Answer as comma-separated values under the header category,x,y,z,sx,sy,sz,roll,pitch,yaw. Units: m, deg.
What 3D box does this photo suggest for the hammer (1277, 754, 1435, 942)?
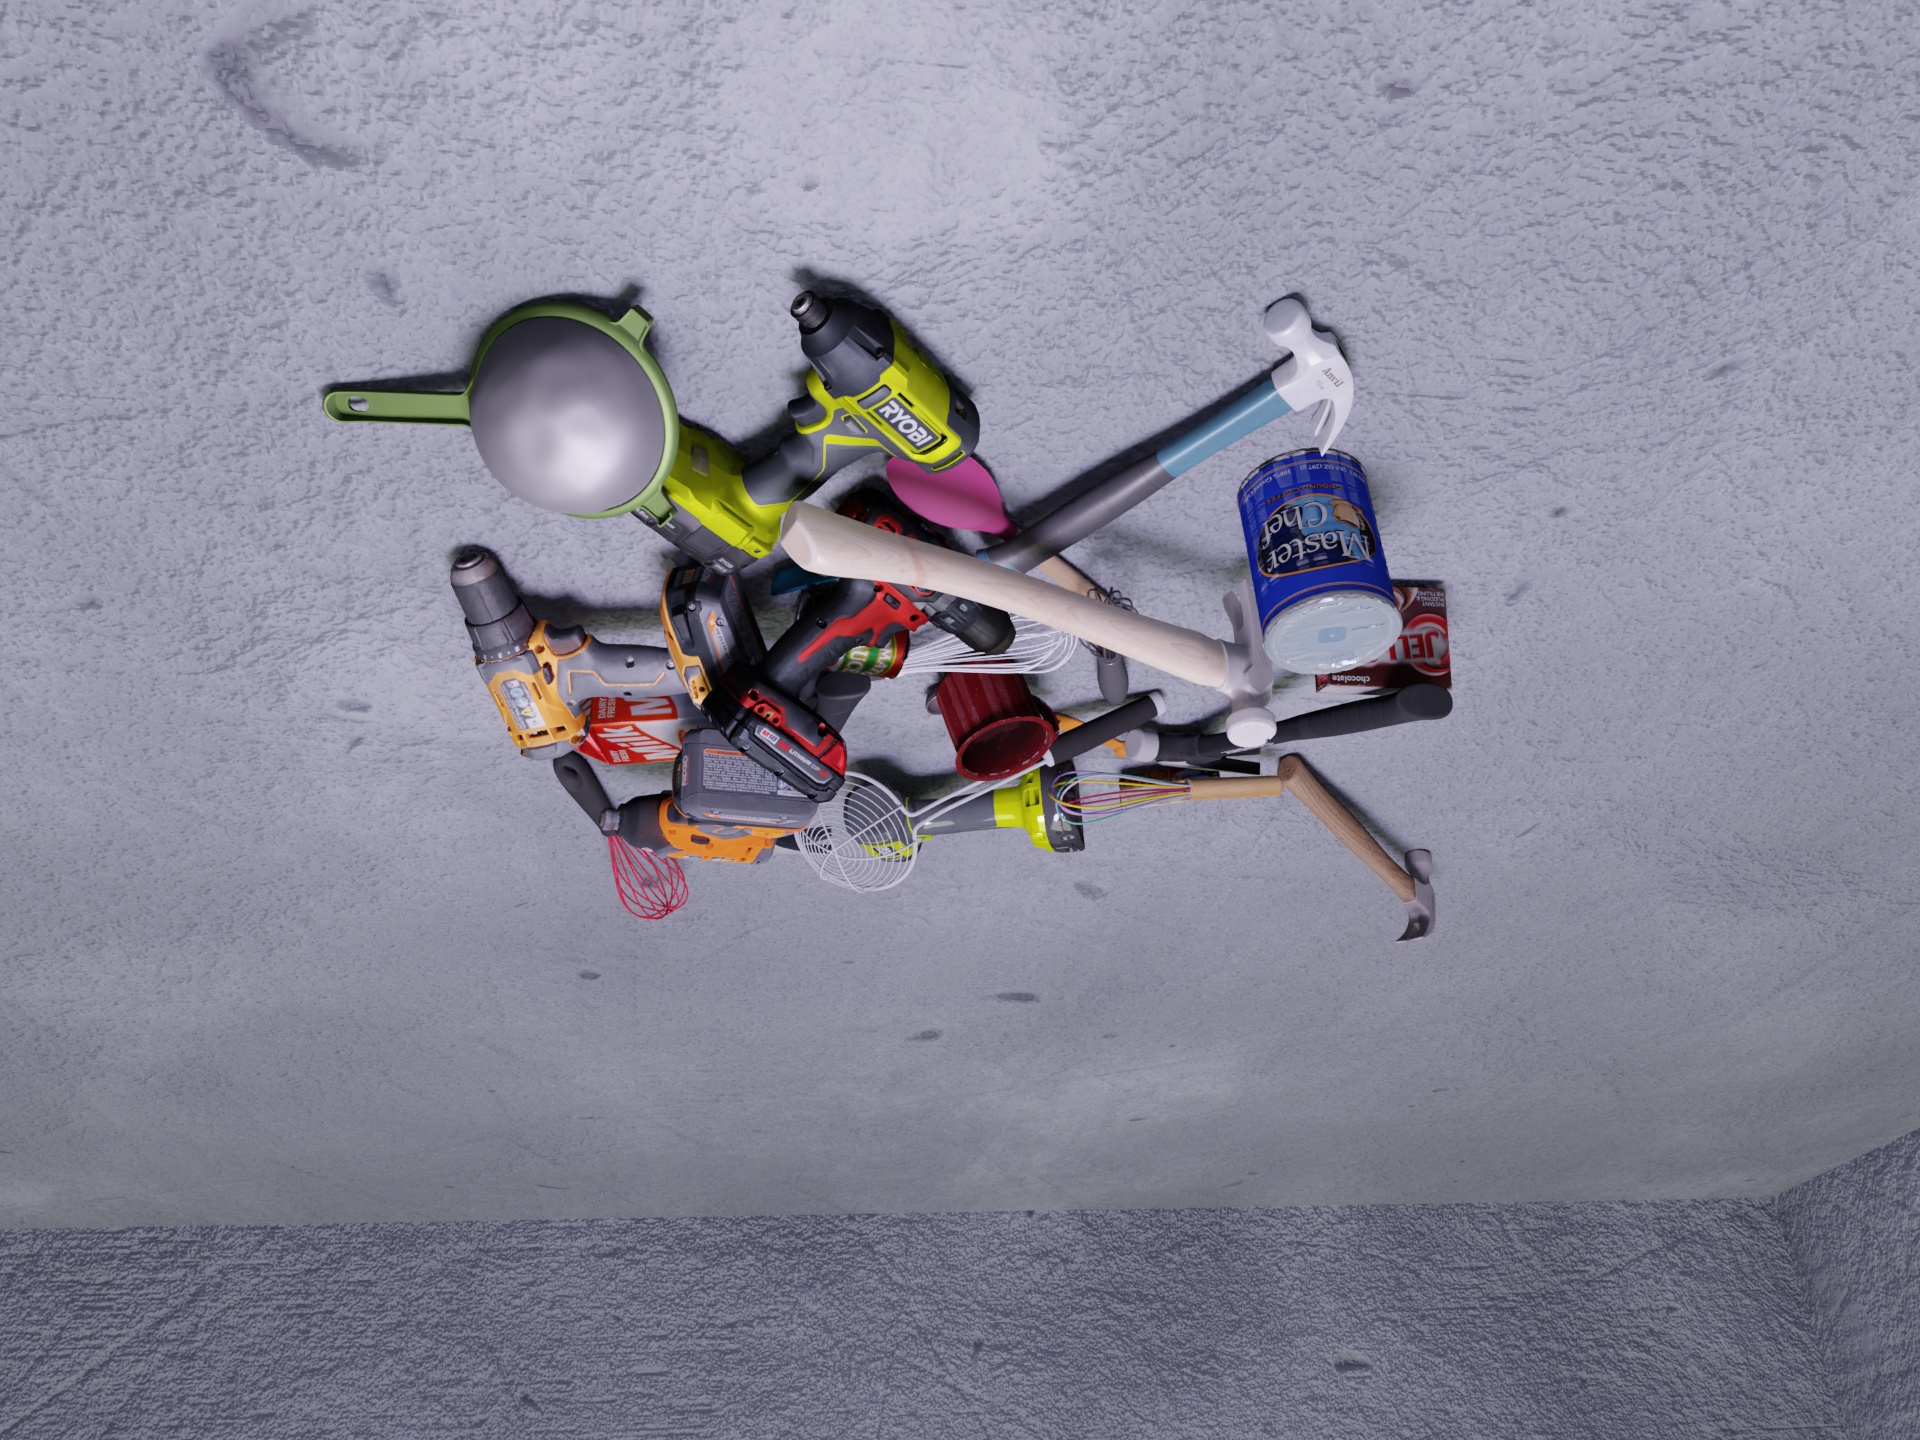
category,x,y,z,sx,sy,sz,roll,pitch,yaw
hammer,0.429,0.134,1.701,0.031,0.130,0.331,-21,137,33

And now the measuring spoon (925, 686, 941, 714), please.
category,x,y,z,sx,sy,sz,roll,pitch,yaw
measuring spoon,-0.002,-0.005,1.506,0.034,0.018,0.124,-27,151,9

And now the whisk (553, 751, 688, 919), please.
category,x,y,z,sx,sy,sz,roll,pitch,yaw
whisk,-0.351,0.120,1.636,0.073,0.073,0.295,-9,142,9

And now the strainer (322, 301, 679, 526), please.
category,x,y,z,sx,sy,sz,roll,pitch,yaw
strainer,-0.318,-0.198,1.058,0.256,0.069,0.151,5,120,11

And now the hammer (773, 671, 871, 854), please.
category,x,y,z,sx,sy,sz,roll,pitch,yaw
hammer,-0.153,0.051,1.520,0.149,0.036,0.408,5,154,-18

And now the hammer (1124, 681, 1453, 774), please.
category,x,y,z,sx,sy,sz,roll,pitch,yaw
hammer,0.305,0.009,1.431,0.146,0.035,0.335,8,167,-30

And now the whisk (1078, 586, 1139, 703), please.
category,x,y,z,sx,sy,sz,roll,pitch,yaw
whisk,0.131,-0.057,1.372,0.055,0.055,0.238,-7,162,6

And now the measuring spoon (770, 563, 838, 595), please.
category,x,y,z,sx,sy,sz,roll,pitch,yaw
measuring spoon,-0.095,-0.128,1.289,0.128,0.021,0.042,-17,-178,5

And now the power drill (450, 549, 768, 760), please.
category,x,y,z,sx,sy,sz,roll,pitch,yaw
power drill,-0.287,-0.069,1.284,0.226,0.084,0.185,-11,123,10

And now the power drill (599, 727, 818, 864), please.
category,x,y,z,sx,sy,sz,roll,pitch,yaw
power drill,-0.225,0.075,1.418,0.164,0.084,0.226,6,161,-21

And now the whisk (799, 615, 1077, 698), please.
category,x,y,z,sx,sy,sz,roll,pitch,yaw
whisk,-0.029,-0.055,1.383,0.284,0.070,0.070,-11,148,22

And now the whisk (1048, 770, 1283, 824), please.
category,x,y,z,sx,sy,sz,roll,pitch,yaw
whisk,0.200,0.070,1.526,0.245,0.051,0.047,-2,178,-18

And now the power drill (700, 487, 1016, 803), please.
category,x,y,z,sx,sy,sz,roll,pitch,yaw
power drill,-0.074,-0.048,1.257,0.187,0.080,0.226,37,90,-35

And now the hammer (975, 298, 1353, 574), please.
category,x,y,z,sx,sy,sz,roll,pitch,yaw
hammer,0.141,-0.185,1.185,0.331,0.033,0.128,-29,141,30

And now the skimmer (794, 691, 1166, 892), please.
category,x,y,z,sx,sy,sz,roll,pitch,yaw
skimmer,0.018,0.050,1.496,0.363,0.090,0.127,-25,107,-8

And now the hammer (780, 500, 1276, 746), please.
category,x,y,z,sx,sy,sz,roll,pitch,yaw
hammer,0.061,-0.096,1.193,0.410,0.146,0.038,16,143,-24

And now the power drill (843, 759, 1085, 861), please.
category,x,y,z,sx,sy,sz,roll,pitch,yaw
power drill,0.007,0.101,1.606,0.228,0.080,0.190,-6,165,7

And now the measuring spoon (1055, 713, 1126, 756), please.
category,x,y,z,sx,sy,sz,roll,pitch,yaw
measuring spoon,0.125,0.016,1.550,0.116,0.011,0.021,22,140,-36

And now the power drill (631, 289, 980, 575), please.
category,x,y,z,sx,sy,sz,roll,pitch,yaw
power drill,-0.122,-0.202,1.111,0.223,0.080,0.171,-25,143,26

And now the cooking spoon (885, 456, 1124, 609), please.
category,x,y,z,sx,sy,sz,roll,pitch,yaw
cooking spoon,0.055,-0.139,1.283,0.069,0.017,0.318,-28,141,28
